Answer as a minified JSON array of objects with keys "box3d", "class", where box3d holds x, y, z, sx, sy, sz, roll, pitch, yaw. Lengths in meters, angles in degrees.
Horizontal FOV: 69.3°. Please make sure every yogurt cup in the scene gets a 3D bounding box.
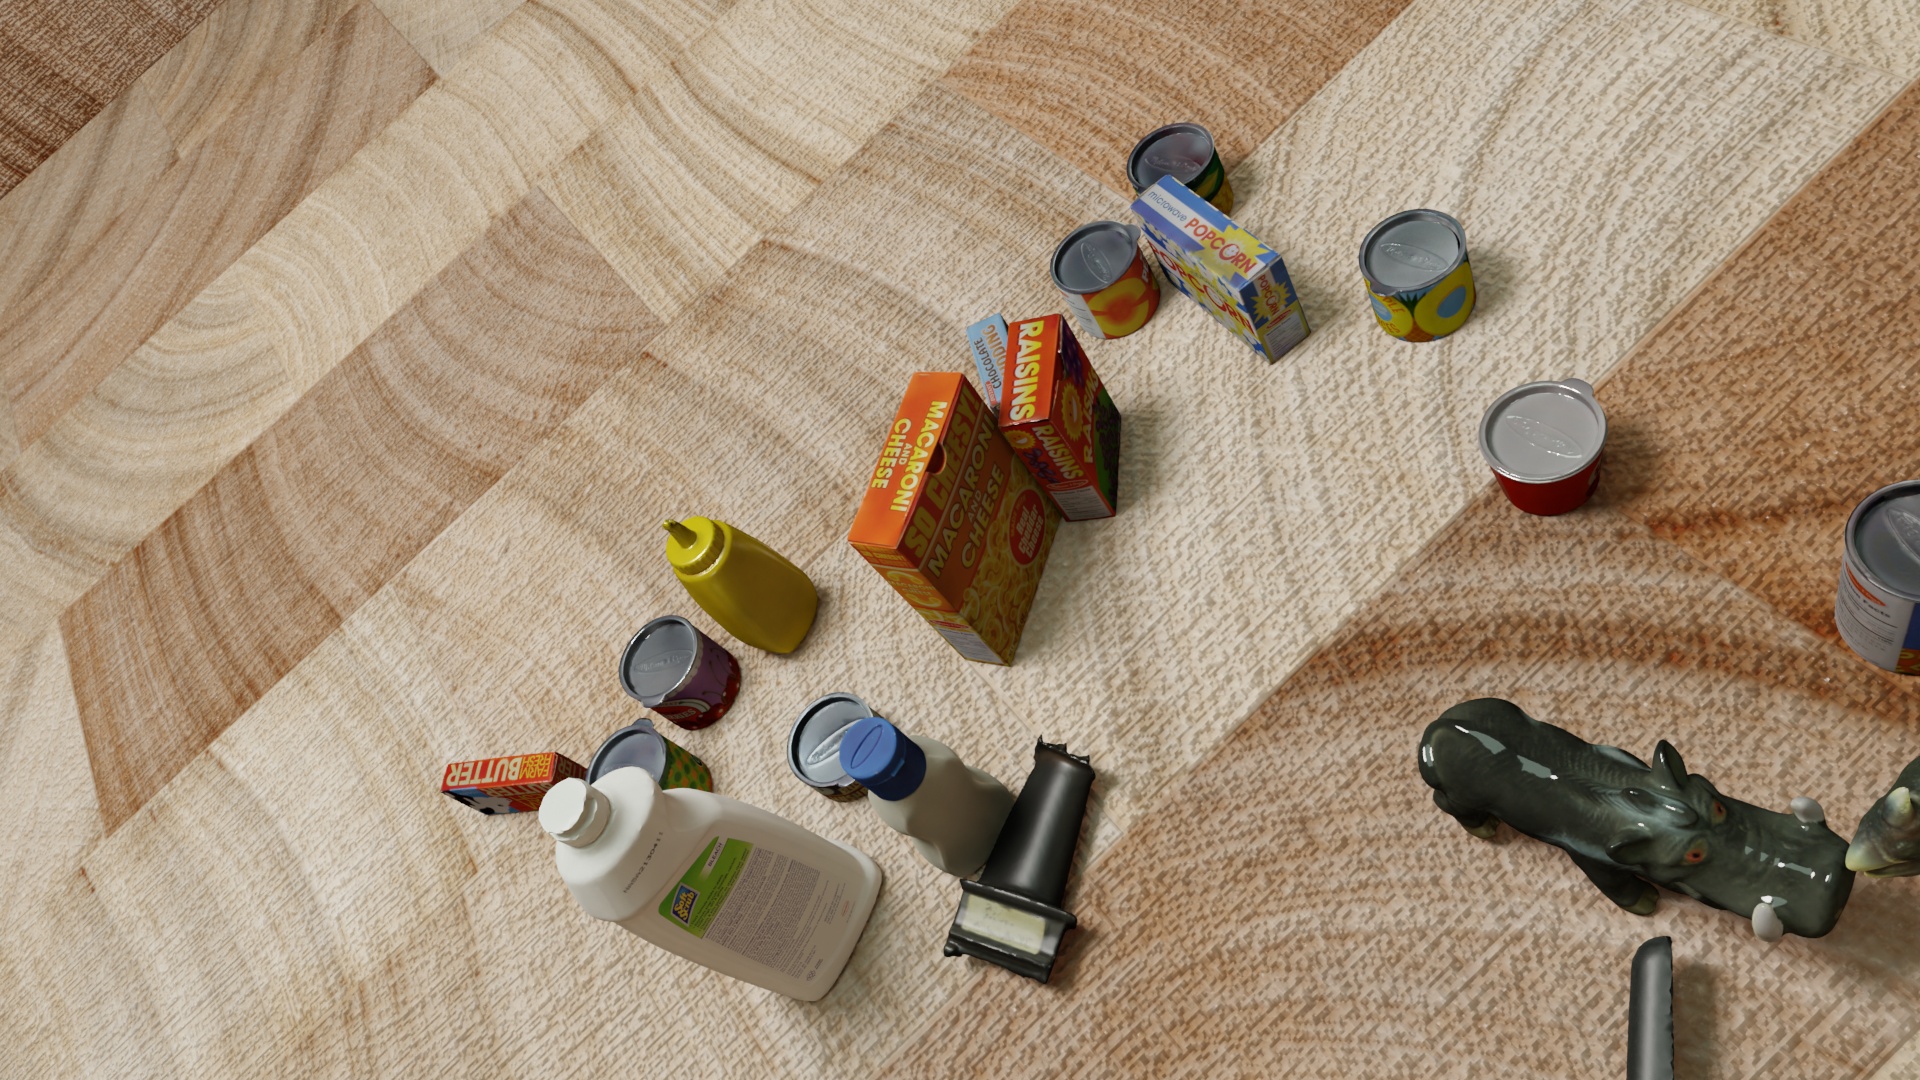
[{"box3d":[0.338,-0.050,0.803,0.072,0.053,0.073,-14,55,21],"class":"yogurt cup"}]

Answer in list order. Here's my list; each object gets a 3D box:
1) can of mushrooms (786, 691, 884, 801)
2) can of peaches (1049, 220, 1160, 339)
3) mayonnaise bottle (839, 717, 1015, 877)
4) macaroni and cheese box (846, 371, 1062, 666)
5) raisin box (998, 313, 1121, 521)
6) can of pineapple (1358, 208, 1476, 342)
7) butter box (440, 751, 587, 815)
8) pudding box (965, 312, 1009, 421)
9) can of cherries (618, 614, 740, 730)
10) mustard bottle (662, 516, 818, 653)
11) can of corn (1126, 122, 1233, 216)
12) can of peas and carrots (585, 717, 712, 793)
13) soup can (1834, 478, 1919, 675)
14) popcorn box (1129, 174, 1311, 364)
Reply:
[{"box3d":[-0.078,0.139,0.919,0.071,0.033,0.071,-14,55,21],"class":"can of mushrooms"},{"box3d":[0.108,-0.190,1.012,0.071,0.058,0.071,-14,55,21],"class":"can of peaches"},{"box3d":[-0.020,0.146,0.809,0.041,0.147,0.065,26,76,37],"class":"mayonnaise bottle"},{"box3d":[0.003,-0.011,0.884,0.040,0.166,0.124,6,64,31],"class":"macaroni and cheese box"},{"box3d":[0.069,-0.079,0.920,0.040,0.123,0.086,-7,58,25],"class":"raisin box"},{"box3d":[0.295,-0.170,0.899,0.071,0.057,0.071,-14,55,21],"class":"can of pineapple"},{"box3d":[-0.320,0.177,1.011,0.103,0.053,0.024,-9,57,23],"class":"butter box"},{"box3d":[0.033,-0.119,1.012,0.030,0.049,0.084,-24,52,13],"class":"pudding box"},{"box3d":[-0.201,0.098,0.994,0.071,0.058,0.072,-14,55,21],"class":"can of cherries"},{"box3d":[-0.158,0.022,0.953,0.049,0.159,0.065,13,68,34],"class":"mustard bottle"},{"box3d":[0.162,-0.263,1.029,0.071,0.058,0.071,-14,55,21],"class":"can of corn"},{"box3d":[-0.213,0.166,0.958,0.071,0.058,0.071,-14,55,21],"class":"can of peas and carrots"},{"box3d":[0.466,0.018,0.672,0.071,0.083,0.071,-14,55,21],"class":"soup can"},{"box3d":[0.178,-0.188,0.955,0.038,0.085,0.127,-40,50,1],"class":"popcorn box"}]
